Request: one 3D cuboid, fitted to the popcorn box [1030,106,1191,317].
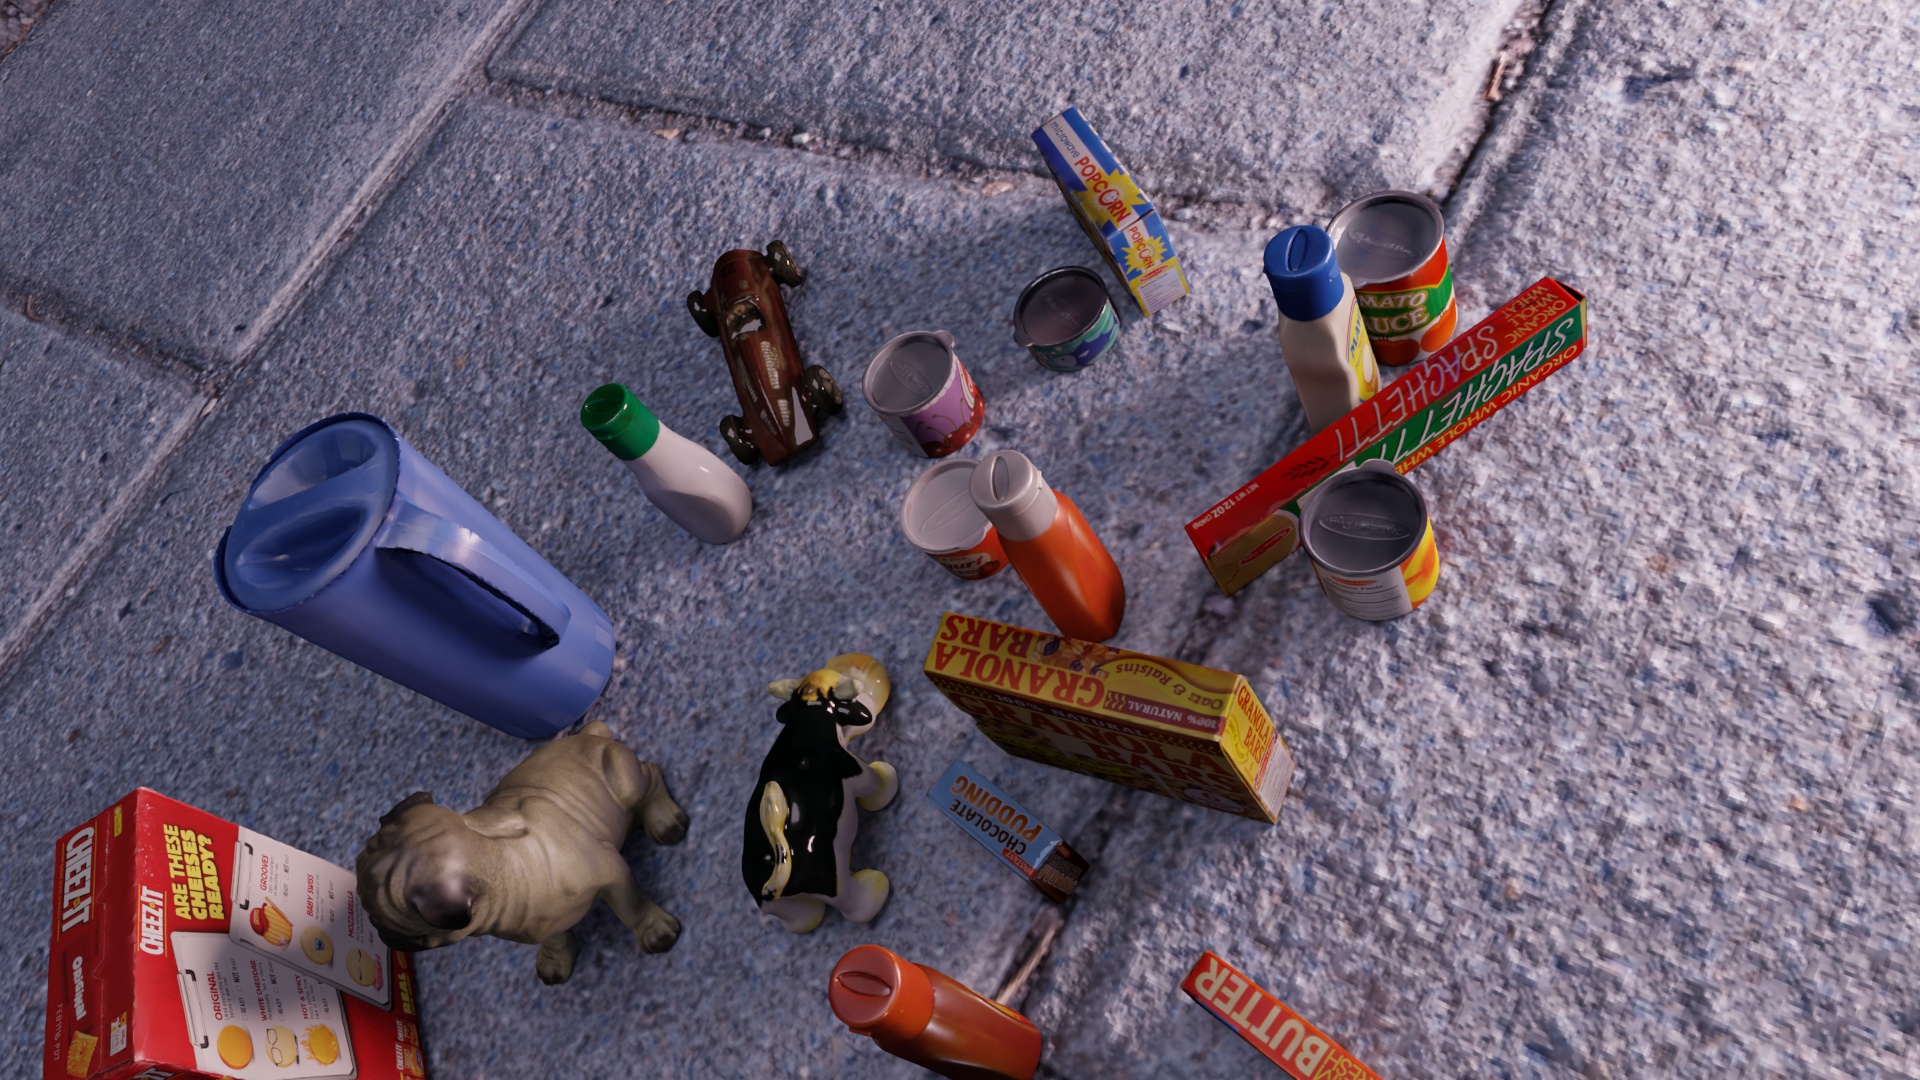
[{"bbox_3d":[0.100,-0.220,0.927,0.038,0.085,0.127,-31,53,6],"label":"popcorn box"}]

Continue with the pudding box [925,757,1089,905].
[{"bbox_3d":[0.025,0.158,0.757,0.084,0.049,0.030,33,79,36],"label":"pudding box"}]

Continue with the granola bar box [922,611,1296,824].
[{"bbox_3d":[0.078,0.093,0.723,0.165,0.124,0.039,10,67,31],"label":"granola bar box"}]

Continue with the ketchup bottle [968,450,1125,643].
[{"bbox_3d":[0.050,0.002,0.777,0.043,0.148,0.065,-13,57,19],"label":"ketchup bottle"}]

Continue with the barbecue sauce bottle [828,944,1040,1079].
[{"bbox_3d":[-0.014,0.231,0.670,0.065,0.148,0.044,5,64,29],"label":"barbecue sauce bottle"}]

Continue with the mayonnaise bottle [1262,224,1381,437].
[{"bbox_3d":[0.202,-0.114,0.773,0.041,0.147,0.065,2,63,28],"label":"mayonnaise bottle"}]

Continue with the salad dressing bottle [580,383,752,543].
[{"bbox_3d":[-0.195,-0.050,0.929,0.064,0.147,0.044,-1,61,26],"label":"salad dressing bottle"}]

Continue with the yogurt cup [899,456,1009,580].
[{"bbox_3d":[0.003,-0.011,0.868,0.072,0.053,0.073,-12,57,20],"label":"yogurt cup"}]

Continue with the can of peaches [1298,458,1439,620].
[{"bbox_3d":[0.222,0.001,0.751,0.071,0.058,0.071,-12,57,20],"label":"can of peaches"}]

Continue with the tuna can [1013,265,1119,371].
[{"bbox_3d":[0.070,-0.147,0.930,0.071,0.032,0.071,-12,57,19],"label":"tuna can"}]

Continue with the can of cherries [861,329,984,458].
[{"bbox_3d":[-0.022,-0.098,0.930,0.071,0.058,0.072,-12,57,20],"label":"can of cherries"}]

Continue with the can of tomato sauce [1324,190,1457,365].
[{"bbox_3d":[0.252,-0.150,0.812,0.071,0.083,0.071,-12,57,20],"label":"can of tomato sauce"}]

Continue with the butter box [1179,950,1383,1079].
[{"bbox_3d":[0.154,0.235,0.645,0.104,0.053,0.024,31,78,36],"label":"butter box"}]

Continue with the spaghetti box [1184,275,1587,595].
[{"bbox_3d":[0.240,-0.058,0.782,0.250,0.050,0.029,-35,52,3],"label":"spaghetti box"}]
